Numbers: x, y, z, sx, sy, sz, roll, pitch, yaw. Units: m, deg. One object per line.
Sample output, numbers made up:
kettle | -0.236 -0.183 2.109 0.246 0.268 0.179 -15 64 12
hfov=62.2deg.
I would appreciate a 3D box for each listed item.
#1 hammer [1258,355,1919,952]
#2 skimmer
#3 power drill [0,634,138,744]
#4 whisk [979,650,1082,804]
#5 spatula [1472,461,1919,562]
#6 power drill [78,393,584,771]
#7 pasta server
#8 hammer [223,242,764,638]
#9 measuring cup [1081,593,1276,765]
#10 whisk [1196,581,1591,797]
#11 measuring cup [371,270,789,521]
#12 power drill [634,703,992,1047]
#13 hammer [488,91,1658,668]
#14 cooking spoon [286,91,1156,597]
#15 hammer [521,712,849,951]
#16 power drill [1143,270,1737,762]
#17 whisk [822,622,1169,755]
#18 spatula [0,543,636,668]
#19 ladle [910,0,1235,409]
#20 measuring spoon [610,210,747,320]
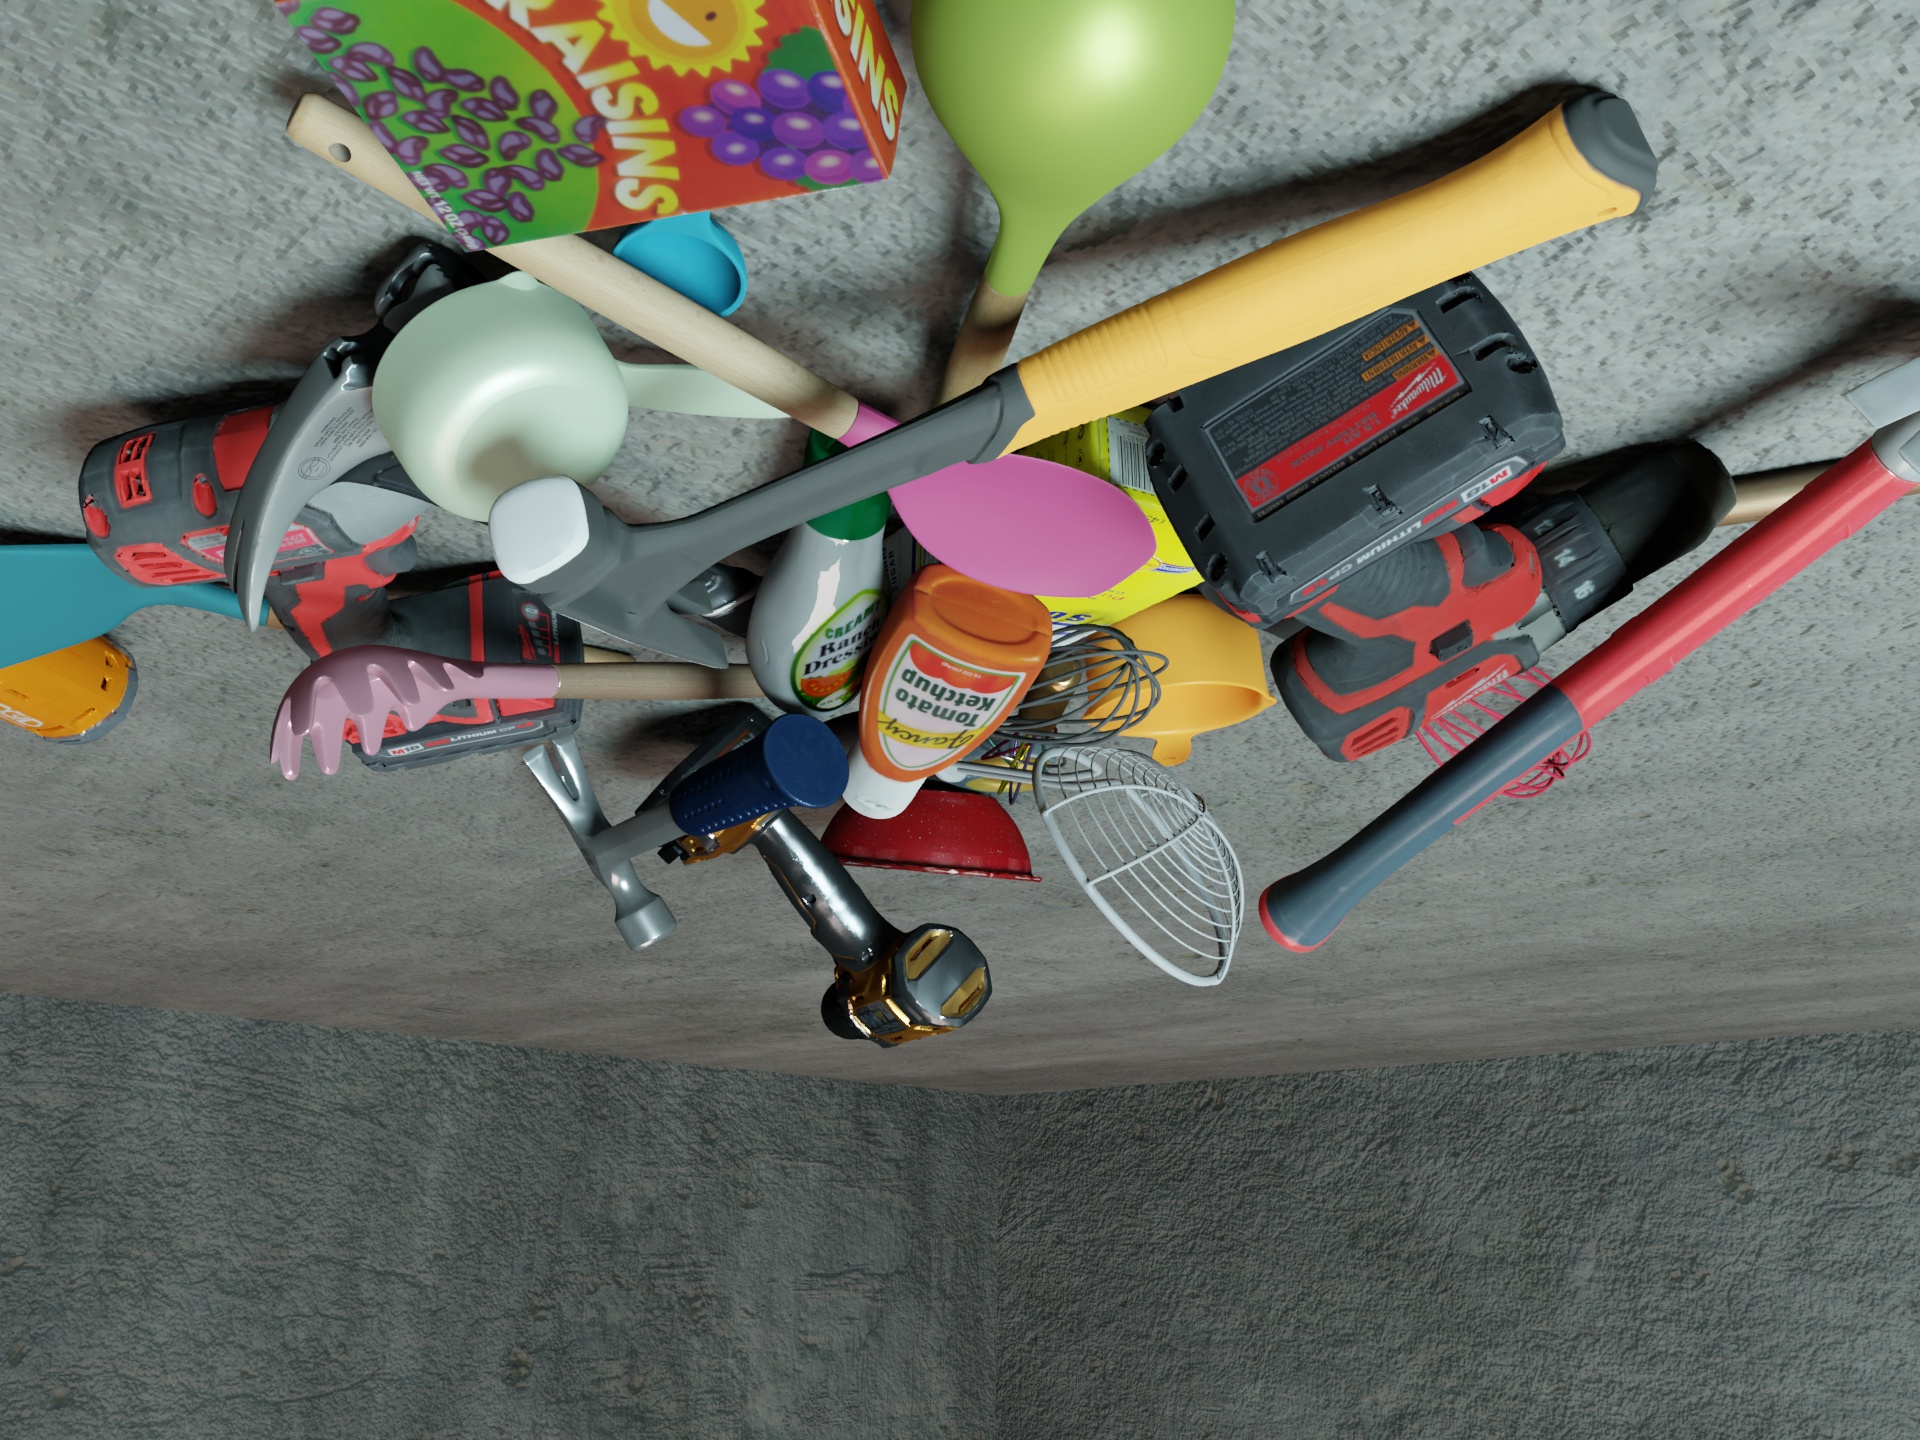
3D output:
hammer | 0.230 -0.003 0.619 0.143 0.038 0.386 -20 159 -41
skimmer | 0.011 0.053 0.824 0.127 0.090 0.363 37 165 -28
power drill | -0.556 -0.032 0.781 0.226 0.084 0.164 -6 161 6
whisk | 0.040 -0.001 0.864 0.047 0.051 0.245 -29 171 -9
spatula | 0.296 -0.087 0.650 0.316 0.018 0.059 -8 138 23
power drill | -0.242 -0.059 0.671 0.143 0.079 0.219 -12 156 3
pasta server | -0.159 -0.011 0.704 0.060 0.040 0.316 -32 163 31
hammer | -0.116 -0.055 0.680 0.149 0.036 0.408 -42 151 15
measuring cup | 0.108 -0.017 0.823 0.095 0.052 0.173 -6 165 4
whisk | 0.221 -0.025 0.795 0.295 0.073 0.073 23 153 -34
measuring cup | -0.108 -0.101 0.533 0.167 0.038 0.083 -7 141 -39
power drill | -0.097 0.112 0.989 0.226 0.084 0.185 47 152 -4
hammer | 0.034 -0.097 0.477 0.337 0.034 0.127 -21 165 13
cooking spoon | -0.058 -0.110 0.514 0.318 0.017 0.068 24 138 -34
hammer | -0.151 0.045 0.839 0.035 0.144 0.405 -32 -176 -27
power drill | 0.181 -0.072 0.570 0.188 0.080 0.226 -31 151 15
whisk | -0.001 -0.003 0.746 0.055 0.055 0.239 18 159 -41
spatula | -0.316 -0.041 0.789 0.317 0.044 0.082 8 133 -25
ladle | 0.010 -0.139 0.497 0.078 0.062 0.320 -3 170 -9
measuring spoon | -0.077 -0.164 0.456 0.042 0.021 0.128 9 152 -9
